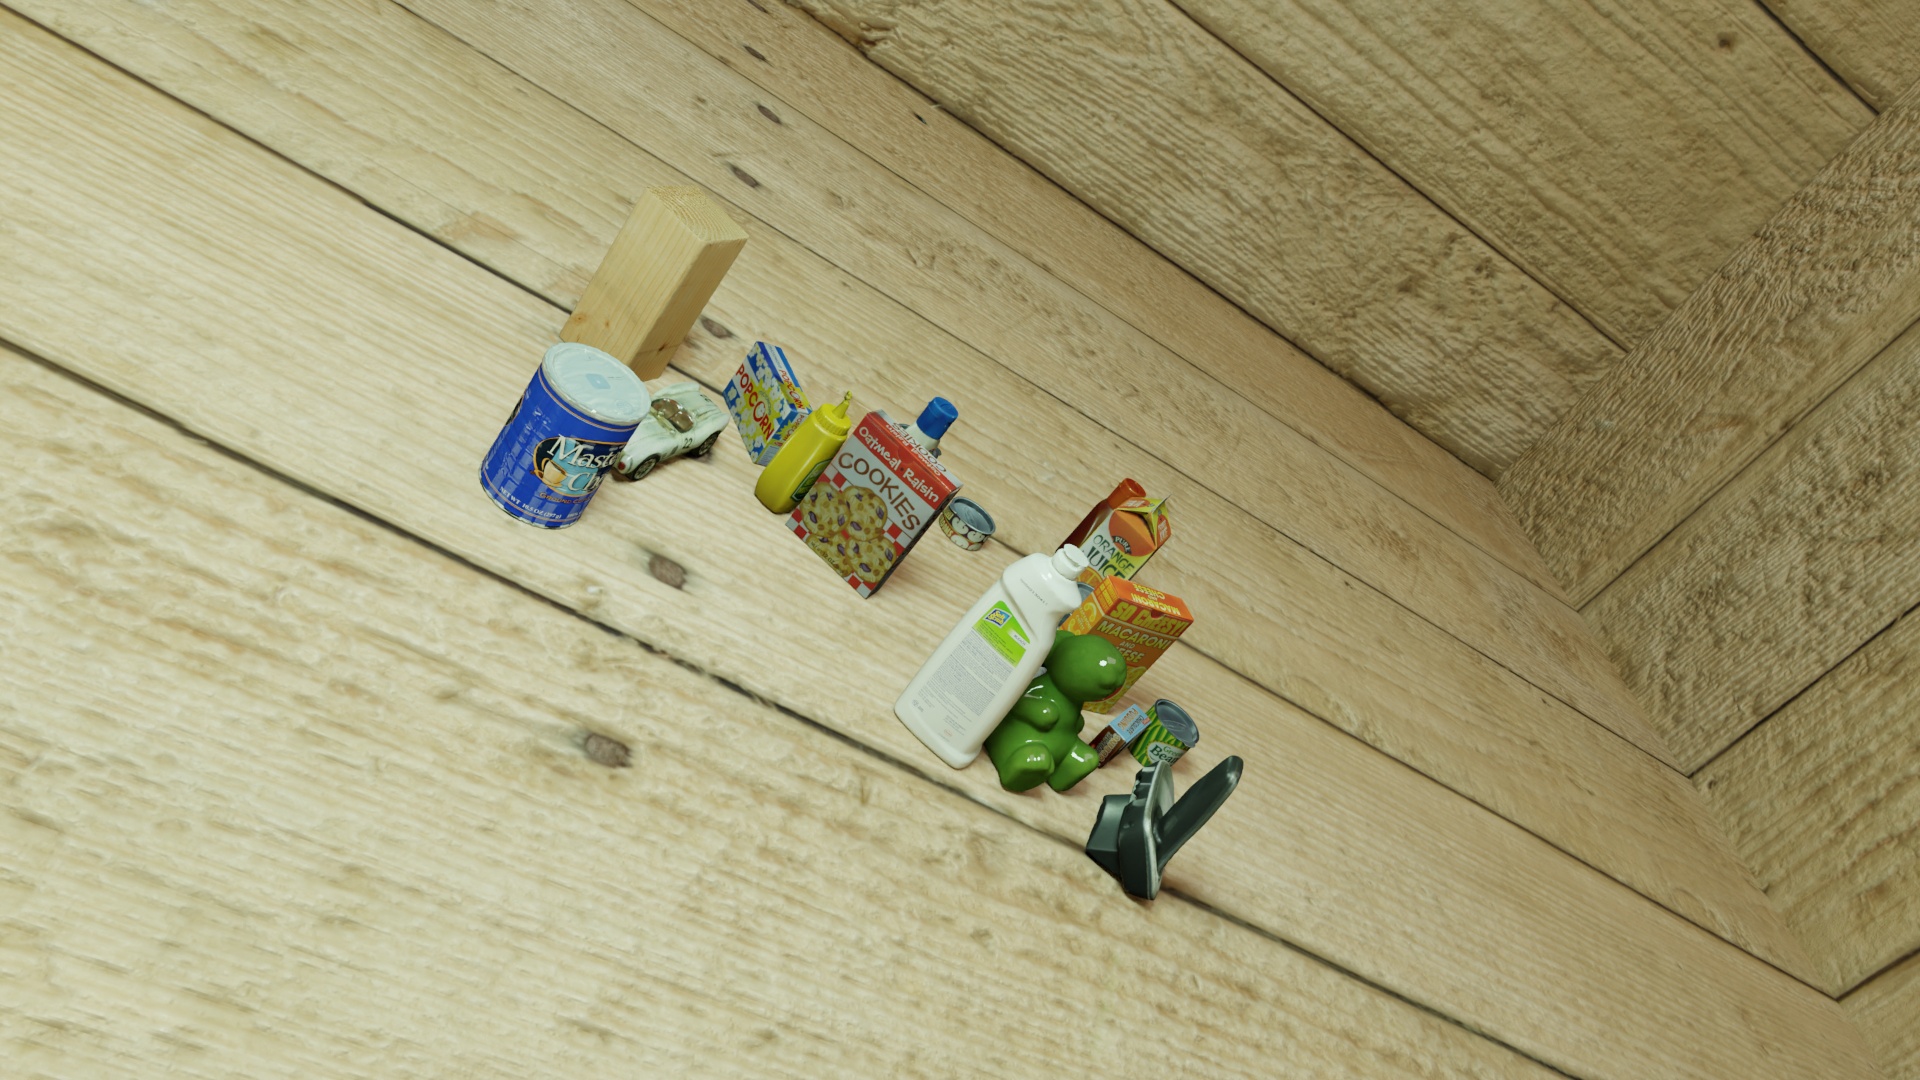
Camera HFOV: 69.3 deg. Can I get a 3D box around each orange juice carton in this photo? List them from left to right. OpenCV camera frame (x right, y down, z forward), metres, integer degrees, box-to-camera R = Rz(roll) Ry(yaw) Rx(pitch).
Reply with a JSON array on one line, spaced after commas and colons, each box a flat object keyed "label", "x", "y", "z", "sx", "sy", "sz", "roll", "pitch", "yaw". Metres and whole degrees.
[{"label": "orange juice carton", "x": 0.196, "y": 0.014, "z": 1.740, "sx": 0.073, "sy": 0.192, "sz": 0.072, "roll": 44, "pitch": 27, "yaw": 8}]

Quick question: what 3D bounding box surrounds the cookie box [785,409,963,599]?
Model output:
[{"label": "cookie box", "x": -0.094, "y": -0.038, "z": 1.484, "sx": 0.123, "sy": 0.166, "sz": 0.040, "roll": 43, "pitch": 27, "yaw": 6}]

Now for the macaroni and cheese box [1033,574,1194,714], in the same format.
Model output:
[{"label": "macaroni and cheese box", "x": 0.165, "y": 0.121, "z": 1.567, "sx": 0.124, "sy": 0.165, "sz": 0.040, "roll": 18, "pitch": 34, "yaw": -37}]

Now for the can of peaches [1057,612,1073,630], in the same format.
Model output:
[{"label": "can of peaches", "x": 0.107, "y": 0.107, "z": 1.636, "sx": 0.071, "sy": 0.057, "sz": 0.071, "roll": 30, "pitch": 28, "yaw": -18}]

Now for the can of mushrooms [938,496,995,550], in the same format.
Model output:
[{"label": "can of mushrooms", "x": 0.006, "y": -0.022, "z": 1.732, "sx": 0.071, "sy": 0.033, "sz": 0.071, "roll": 30, "pitch": 28, "yaw": -18}]

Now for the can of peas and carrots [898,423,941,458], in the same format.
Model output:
[{"label": "can of peas and carrots", "x": -0.069, "y": -0.102, "z": 1.733, "sx": 0.071, "sy": 0.058, "sz": 0.071, "roll": 30, "pitch": 28, "yaw": -18}]

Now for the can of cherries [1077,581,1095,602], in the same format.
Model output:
[{"label": "can of cherries", "x": 0.144, "y": 0.093, "z": 1.703, "sx": 0.071, "sy": 0.058, "sz": 0.072, "roll": 30, "pitch": 28, "yaw": -18}]

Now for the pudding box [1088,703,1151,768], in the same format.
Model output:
[{"label": "pudding box", "x": 0.177, "y": 0.219, "z": 1.561, "sx": 0.030, "sy": 0.049, "sz": 0.084, "roll": 46, "pitch": 27, "yaw": 13}]

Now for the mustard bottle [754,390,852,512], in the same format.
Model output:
[{"label": "mustard bottle", "x": -0.161, "y": -0.099, "z": 1.500, "sx": 0.049, "sy": 0.159, "sz": 0.065, "roll": 45, "pitch": 27, "yaw": 10}]

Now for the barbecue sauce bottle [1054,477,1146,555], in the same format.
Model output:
[{"label": "barbecue sauce bottle", "x": 0.183, "y": -0.019, "z": 1.823, "sx": 0.043, "sy": 0.148, "sz": 0.065, "roll": 33, "pitch": 27, "yaw": -13}]

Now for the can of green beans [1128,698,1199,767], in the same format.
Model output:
[{"label": "can of green beans", "x": 0.233, "y": 0.227, "z": 1.611, "sx": 0.071, "sy": 0.057, "sz": 0.071, "roll": 30, "pitch": 28, "yaw": -18}]

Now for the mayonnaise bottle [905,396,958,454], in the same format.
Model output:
[{"label": "mayonnaise bottle", "x": -0.058, "y": -0.105, "z": 1.652, "sx": 0.041, "sy": 0.147, "sz": 0.065, "roll": 45, "pitch": 27, "yaw": 11}]

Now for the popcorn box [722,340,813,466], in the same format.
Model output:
[{"label": "popcorn box", "x": -0.221, "y": -0.156, "z": 1.594, "sx": 0.038, "sy": 0.085, "sz": 0.127, "roll": 12, "pitch": 37, "yaw": -43}]
